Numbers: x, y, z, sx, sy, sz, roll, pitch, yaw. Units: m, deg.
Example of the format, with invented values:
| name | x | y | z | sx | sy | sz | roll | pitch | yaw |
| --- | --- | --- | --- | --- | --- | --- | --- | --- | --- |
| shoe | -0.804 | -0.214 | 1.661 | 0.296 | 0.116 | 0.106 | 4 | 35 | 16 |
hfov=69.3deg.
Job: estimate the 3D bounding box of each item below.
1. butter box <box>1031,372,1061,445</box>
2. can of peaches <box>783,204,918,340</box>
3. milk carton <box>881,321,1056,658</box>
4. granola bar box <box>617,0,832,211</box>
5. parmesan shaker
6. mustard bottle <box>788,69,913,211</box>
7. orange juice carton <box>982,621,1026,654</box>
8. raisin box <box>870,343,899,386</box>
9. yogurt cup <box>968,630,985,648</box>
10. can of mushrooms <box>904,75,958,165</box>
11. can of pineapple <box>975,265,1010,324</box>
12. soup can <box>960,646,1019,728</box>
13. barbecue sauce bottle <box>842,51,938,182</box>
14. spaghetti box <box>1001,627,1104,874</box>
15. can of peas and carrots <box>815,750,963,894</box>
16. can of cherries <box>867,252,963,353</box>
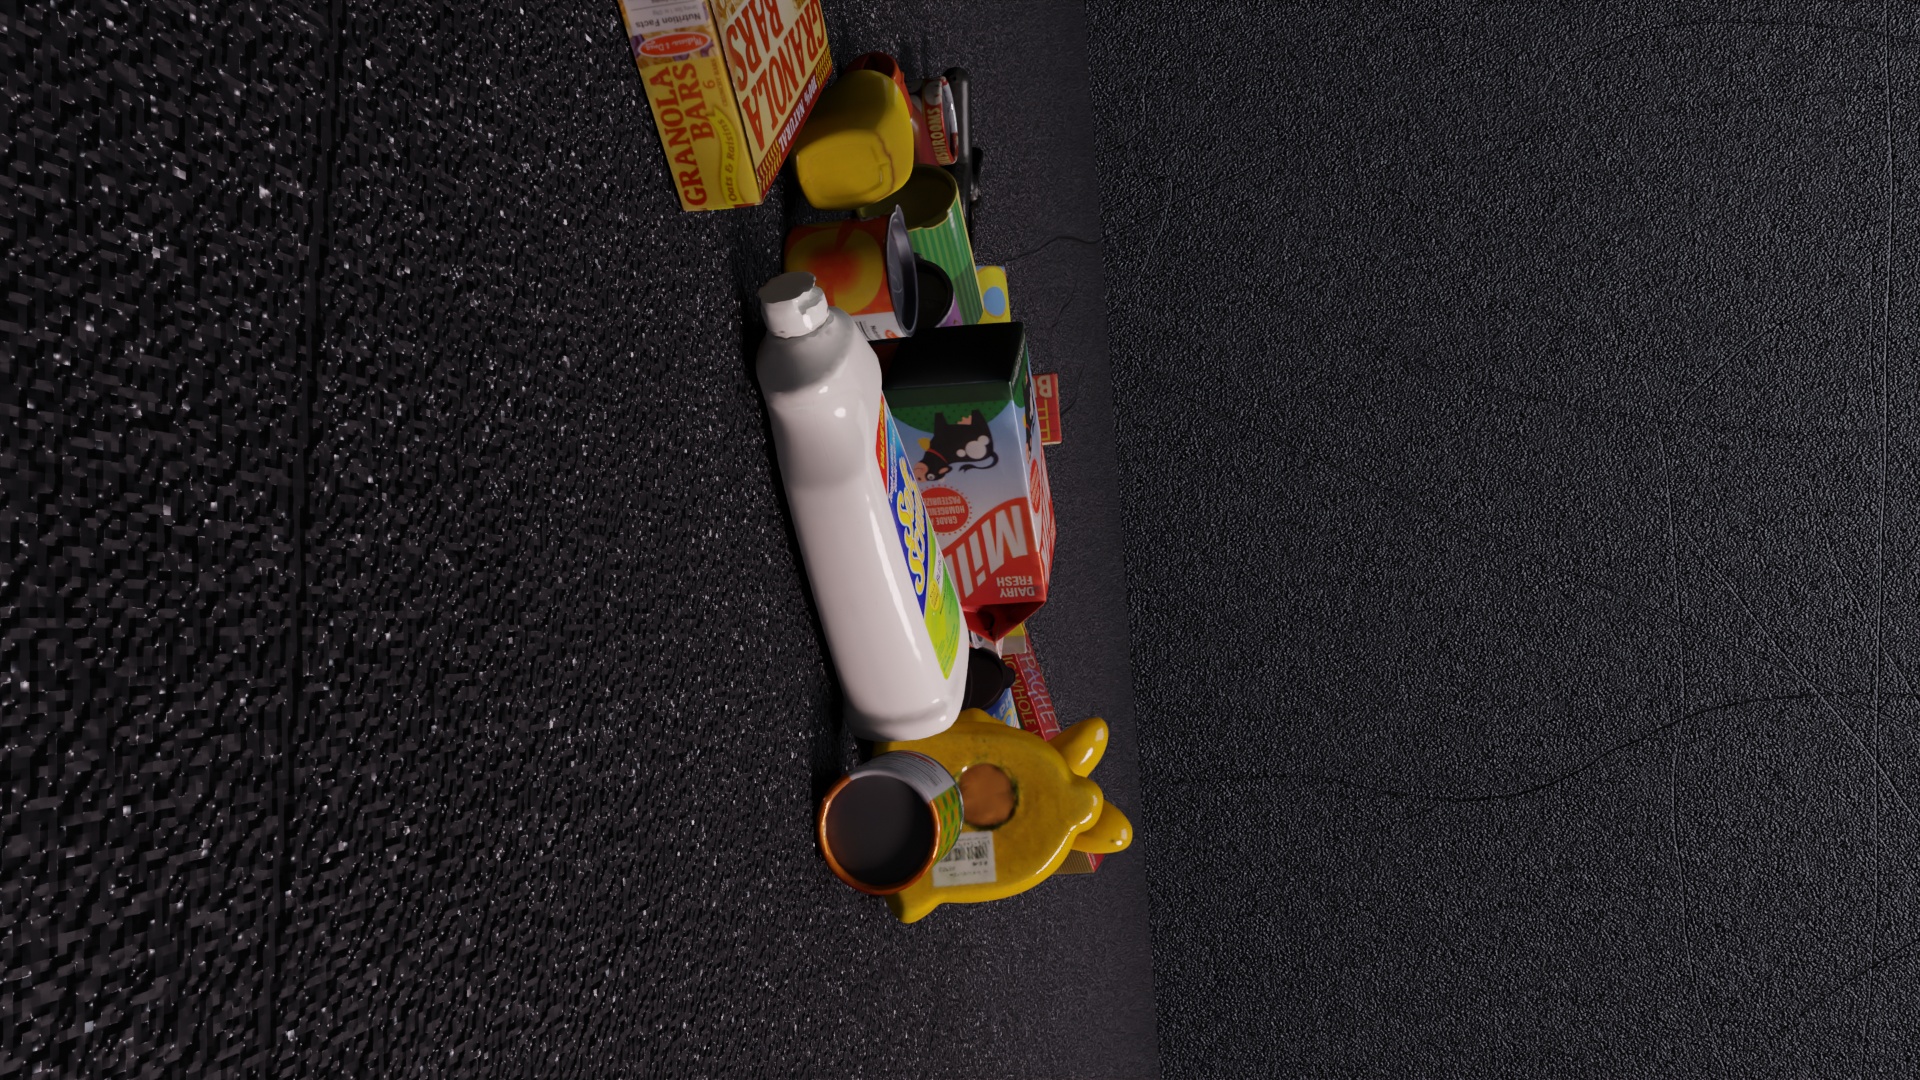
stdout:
| name | x | y | z | sx | sy | sz | roll | pitch | yaw |
| --- | --- | --- | --- | --- | --- | --- | --- | --- | --- |
| butter box | 0.022 | -0.092 | 1.020 | 0.024 | 0.103 | 0.053 | -32 | 117 | -79 |
| can of peaches | -0.058 | -0.142 | 0.746 | 0.071 | 0.058 | 0.071 | -7 | 92 | -79 |
| milk carton | 0.012 | -0.025 | 0.812 | 0.073 | 0.073 | 0.189 | -77 | 160 | -53 |
| granola bar box | -0.101 | -0.237 | 0.614 | 0.166 | 0.039 | 0.123 | -80 | 162 | -52 |
| parmesan shaker | -0.024 | -0.184 | 0.911 | 0.102 | 0.071 | 0.072 | 73 | 16 | -50 |
| mustard bottle | -0.056 | -0.233 | 0.784 | 0.161 | 0.065 | 0.048 | -84 | 162 | -57 |
| orange juice carton | 0.003 | -0.012 | 0.976 | 0.073 | 0.072 | 0.192 | -31 | 116 | -78 |
| raisin box | -0.042 | -0.045 | 0.840 | 0.122 | 0.040 | 0.086 | 71 | 18 | -50 |
| yogurt cup | -0.014 | 0.038 | 0.911 | 0.072 | 0.054 | 0.072 | -6 | 92 | -79 |
| can of mushrooms | -0.024 | -0.317 | 1.058 | 0.071 | 0.033 | 0.071 | -6 | 92 | -80 |
| can of pineapple | 0.006 | -0.178 | 1.064 | 0.071 | 0.071 | 0.057 | -28 | 113 | -78 |
| soup can | 0.009 | 0.123 | 0.950 | 0.072 | 0.071 | 0.083 | -83 | 164 | -47 |
| barbecue sauce bottle | -0.040 | -0.258 | 0.925 | 0.148 | 0.043 | 0.065 | 65 | 23 | -60 |
| spaghetti box | 0.049 | 0.148 | 1.076 | 0.029 | 0.050 | 0.249 | -46 | 120 | -57 |
| can of peas and carrots | -0.037 | 0.148 | 0.724 | 0.059 | 0.071 | 0.071 | 8 | 78 | -78 |
| can of cherries | -0.030 | -0.133 | 0.861 | 0.058 | 0.071 | 0.072 | 69 | 20 | -57 |
